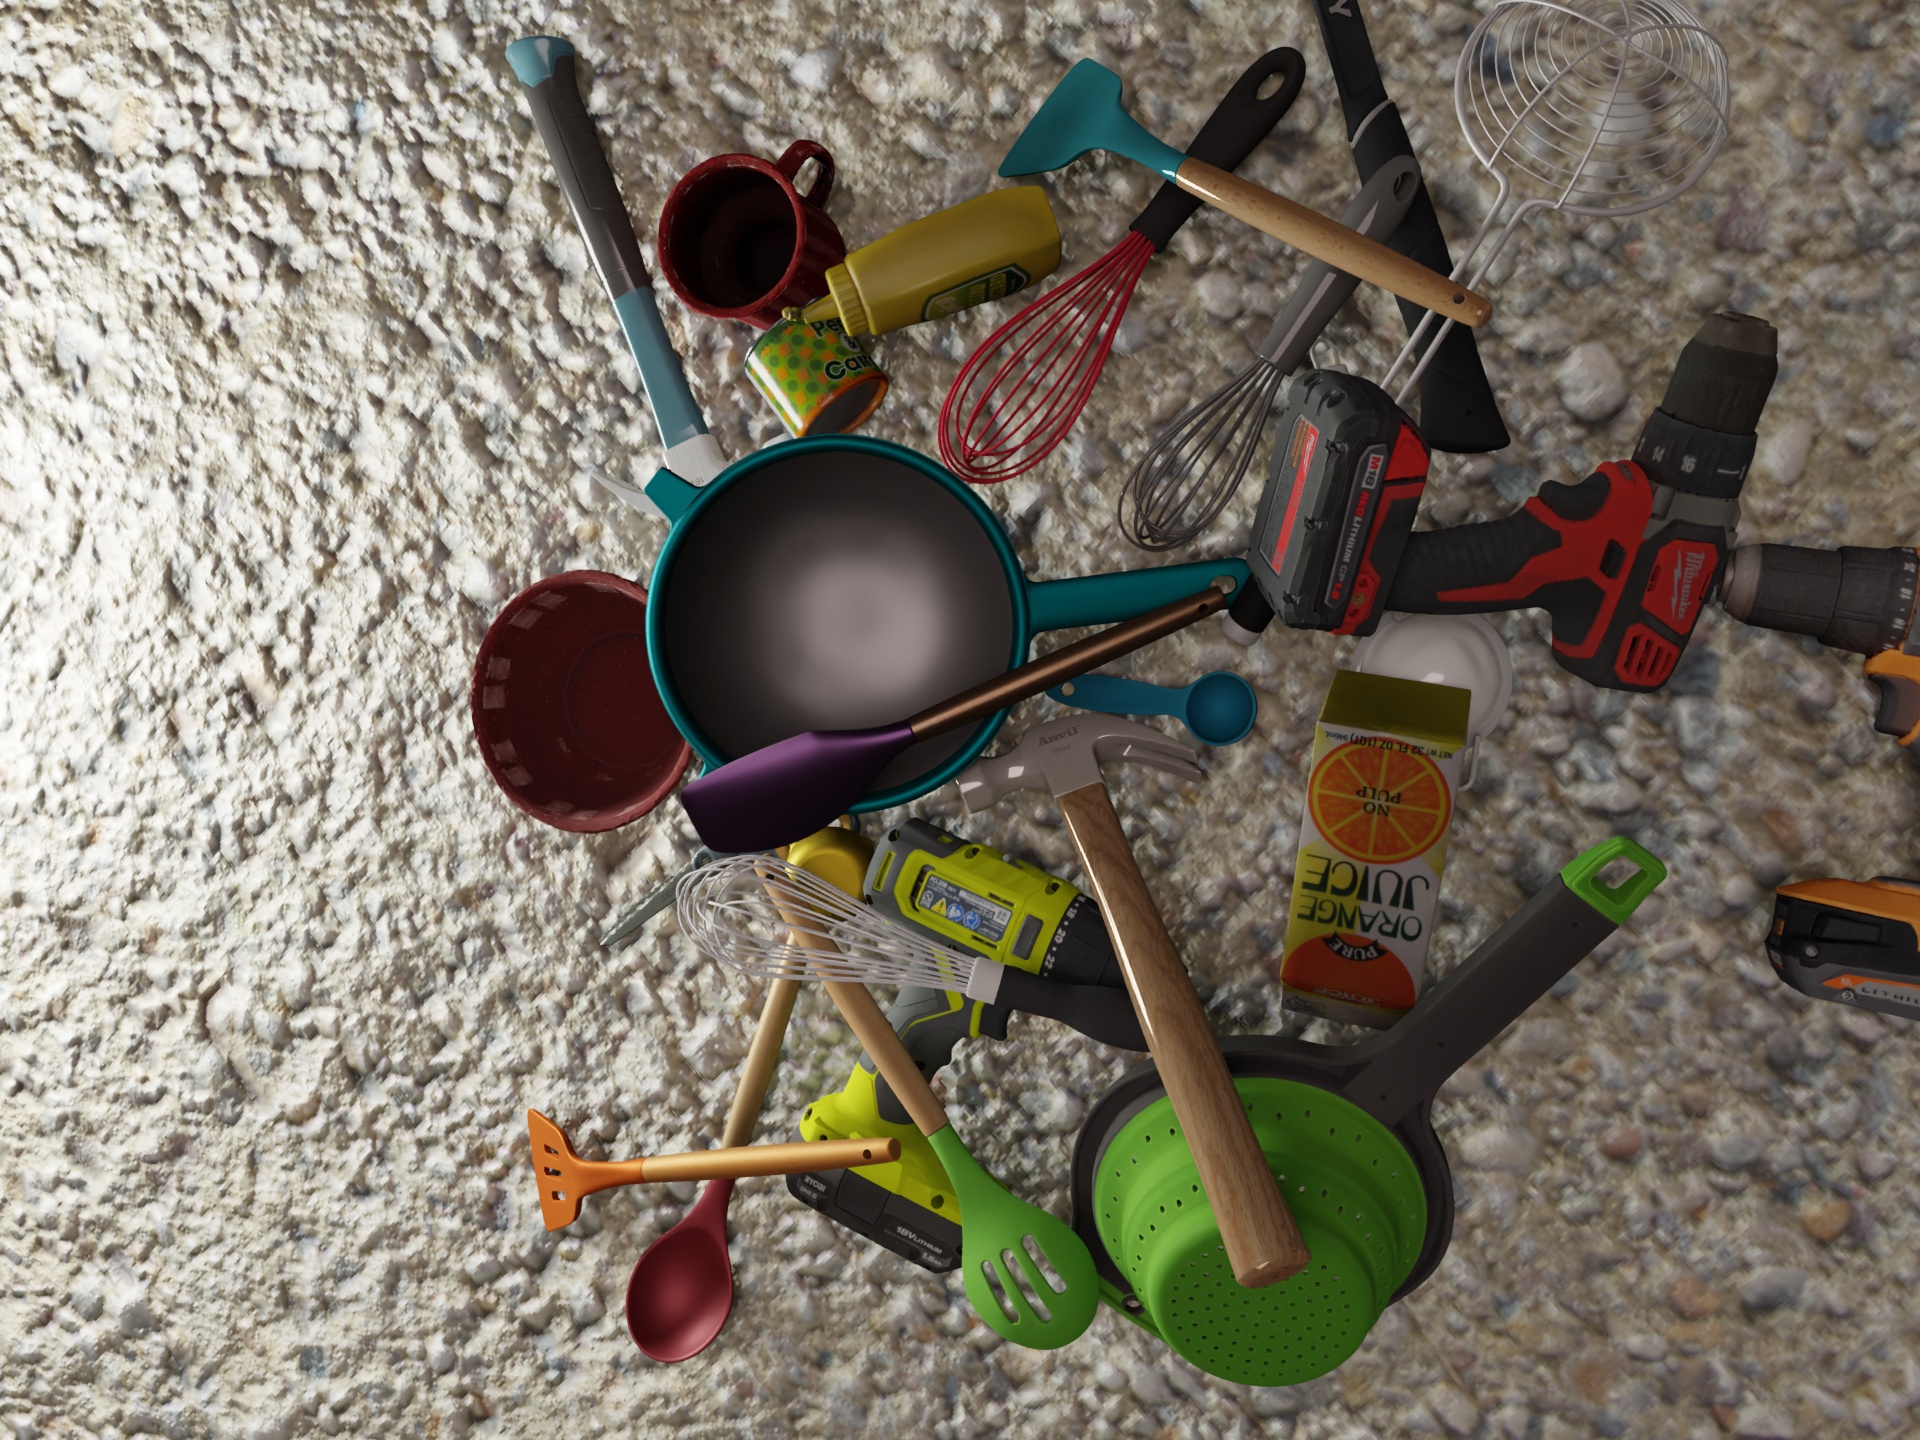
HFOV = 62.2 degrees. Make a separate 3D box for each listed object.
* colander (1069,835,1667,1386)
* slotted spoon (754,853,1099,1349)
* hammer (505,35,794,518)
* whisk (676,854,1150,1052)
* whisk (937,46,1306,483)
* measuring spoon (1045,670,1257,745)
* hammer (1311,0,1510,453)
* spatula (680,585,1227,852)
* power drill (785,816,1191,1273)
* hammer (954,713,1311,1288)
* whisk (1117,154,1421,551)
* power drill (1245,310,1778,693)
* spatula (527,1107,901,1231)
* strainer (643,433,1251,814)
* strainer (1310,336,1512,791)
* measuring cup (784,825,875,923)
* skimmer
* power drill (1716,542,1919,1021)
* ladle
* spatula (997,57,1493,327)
[{"bbox_3d":[0.202,0.215,0.793,0.204,0.094,0.397,36,114,-7],"label":"colander"},{"bbox_3d":[-0.028,0.205,0.876,0.070,0.031,0.314,-36,76,7],"label":"slotted spoon"},{"bbox_3d":[-0.208,-0.277,0.992,0.128,0.033,0.331,-23,85,16],"label":"hammer"},{"bbox_3d":[-0.017,0.130,0.856,0.284,0.070,0.070,15,97,3],"label":"whisk"},{"bbox_3d":[0.091,-0.252,0.885,0.073,0.073,0.296,41,97,12],"label":"whisk"},{"bbox_3d":[0.109,-0.011,0.910,0.129,0.021,0.042,8,88,27],"label":"measuring spoon"},{"bbox_3d":[0.216,-0.336,0.840,0.149,0.036,0.409,-17,90,1],"label":"hammer"},{"bbox_3d":[-0.001,-0.003,0.869,0.316,0.018,0.059,-24,112,3],"label":"spatula"},{"bbox_3d":[0.010,0.191,0.917,0.190,0.080,0.228,24,97,16],"label":"power drill"},{"bbox_3d":[0.101,0.127,0.818,0.130,0.031,0.332,-21,52,1],"label":"hammer"},{"bbox_3d":[0.161,-0.188,0.827,0.055,0.055,0.239,37,103,13],"label":"whisk"},{"bbox_3d":[0.270,-0.114,0.764,0.226,0.080,0.187,7,116,-9],"label":"power drill"},{"bbox_3d":[-0.161,0.264,0.949,0.322,0.041,0.081,-14,84,33],"label":"spatula"},{"bbox_3d":[-0.005,-0.066,0.914,0.340,0.095,0.211,-7,102,-2],"label":"strainer"},{"bbox_3d":[0.232,-0.086,0.853,0.087,0.050,0.258,-18,83,3],"label":"strainer"},{"bbox_3d":[-0.109,0.057,0.942,0.062,0.029,0.156,-38,100,9],"label":"measuring cup"},{"bbox_3d":[0.241,-0.195,0.809,0.127,0.090,0.363,34,119,10],"label":"skimmer"},{"bbox_3d":[0.450,0.024,0.767,0.185,0.084,0.226,12,91,18],"label":"power drill"},{"bbox_3d":[-0.138,0.251,0.993,0.069,0.031,0.315,20,96,13],"label":"ladle"},{"bbox_3d":[0.140,-0.269,0.820,0.318,0.044,0.082,39,94,30],"label":"spatula"}]
